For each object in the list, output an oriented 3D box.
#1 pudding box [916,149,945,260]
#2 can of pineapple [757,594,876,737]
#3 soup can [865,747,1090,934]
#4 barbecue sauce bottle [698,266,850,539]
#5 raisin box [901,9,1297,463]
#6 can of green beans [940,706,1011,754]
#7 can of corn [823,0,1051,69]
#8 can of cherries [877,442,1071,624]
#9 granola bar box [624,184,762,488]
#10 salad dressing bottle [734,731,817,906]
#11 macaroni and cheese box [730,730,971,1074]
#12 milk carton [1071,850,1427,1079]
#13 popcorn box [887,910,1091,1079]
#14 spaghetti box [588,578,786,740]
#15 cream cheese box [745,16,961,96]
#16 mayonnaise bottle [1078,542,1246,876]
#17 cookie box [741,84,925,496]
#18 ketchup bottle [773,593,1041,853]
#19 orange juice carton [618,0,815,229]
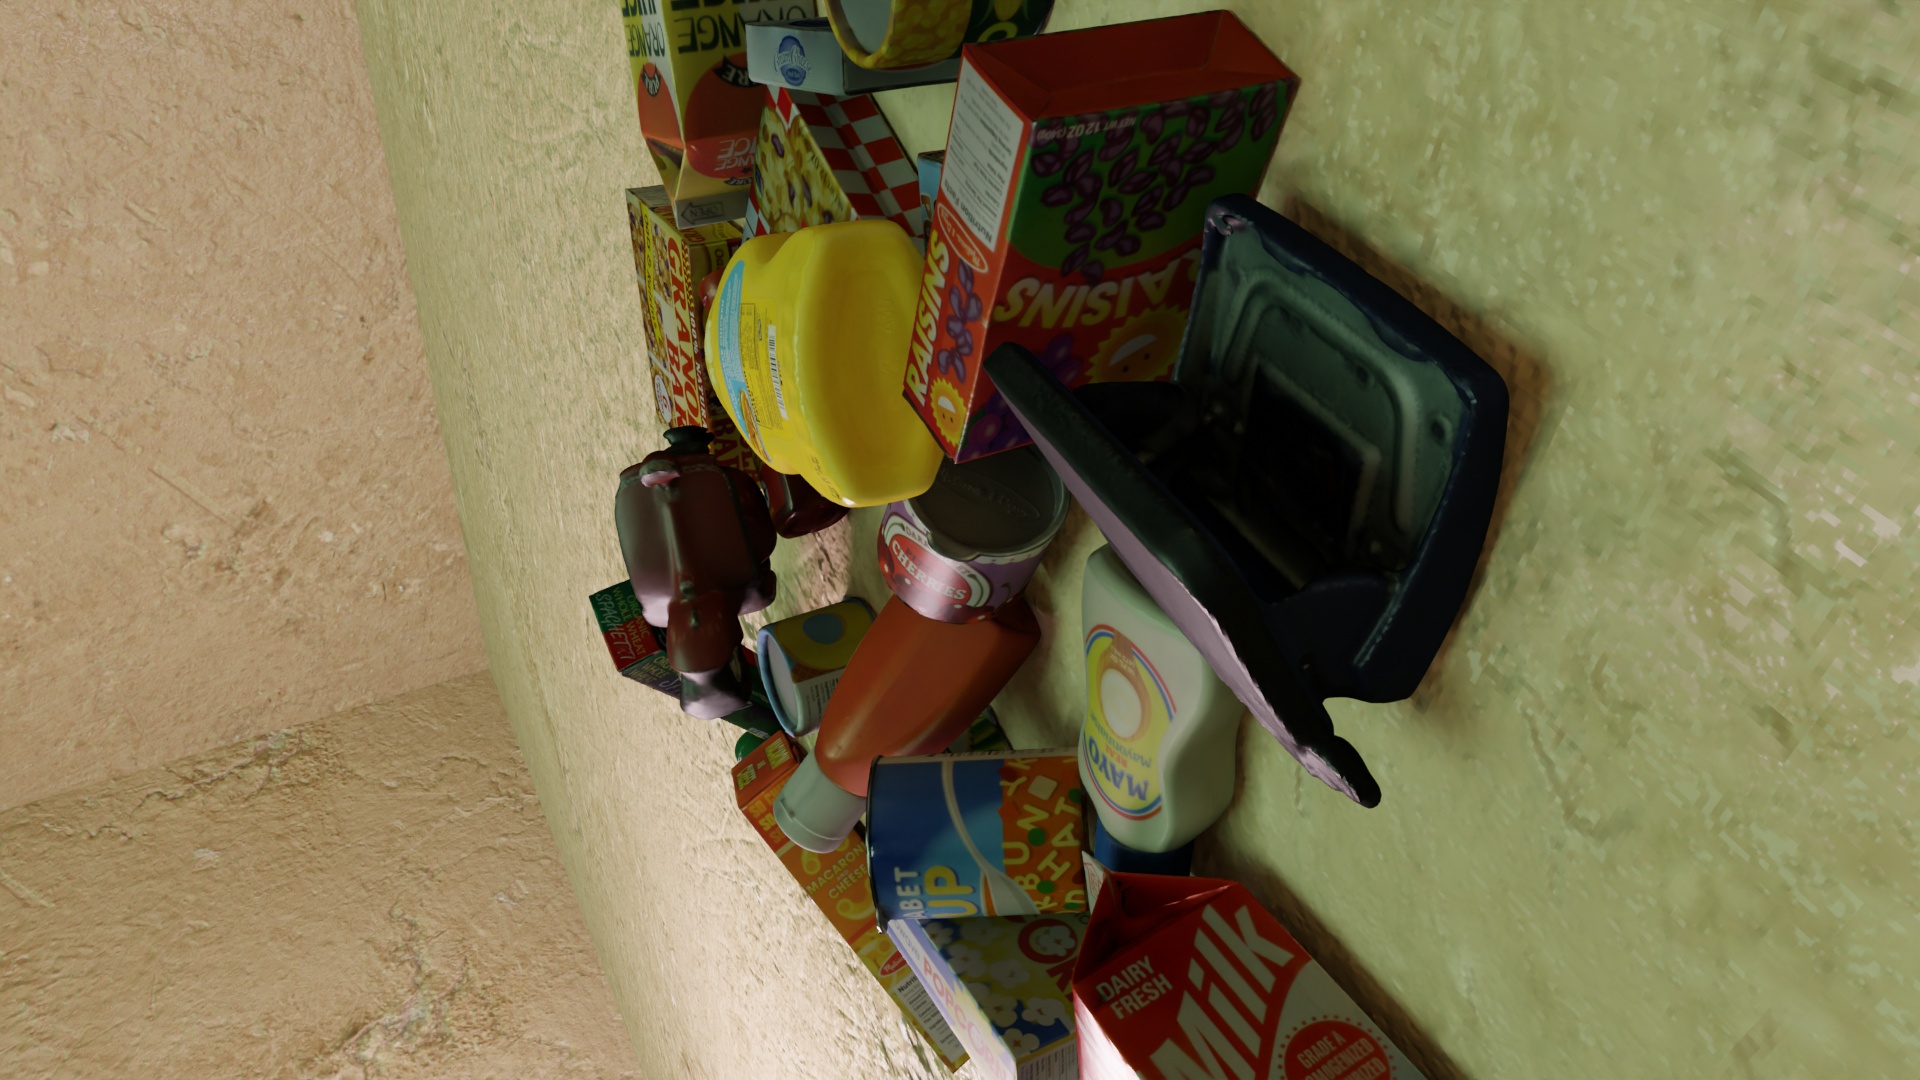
[{"bbox_3d":[0.015,-0.095,0.486,0.030,0.050,0.083,36,137,56],"label":"pudding box"},{"bbox_3d":[-0.077,0.070,0.781,0.071,0.058,0.070,45,144,48],"label":"can of pineapple"},{"bbox_3d":[0.009,0.120,0.558,0.071,0.084,0.071,-7,-87,-83],"label":"soup can"},{"bbox_3d":[-0.103,-0.078,0.762,0.064,0.044,0.148,127,124,-71],"label":"barbecue sauce bottle"},{"bbox_3d":[0.035,-0.085,0.404,0.040,0.086,0.122,56,151,31],"label":"raisin box"},{"bbox_3d":[-0.010,0.120,0.666,0.071,0.058,0.071,44,143,48],"label":"can of green beans"},{"bbox_3d":[-0.010,-0.192,0.466,0.071,0.058,0.070,45,143,48],"label":"can of corn"},{"bbox_3d":[0.002,-0.007,0.544,0.071,0.072,0.058,63,154,23],"label":"can of cherries"},{"bbox_3d":[-0.163,-0.126,0.868,0.124,0.039,0.164,44,142,50],"label":"granola bar box"},{"bbox_3d":[-0.111,0.183,0.945,0.148,0.044,0.064,46,146,47],"label":"salad dressing bottle"},{"bbox_3d":[-0.050,0.178,0.716,0.166,0.040,0.123,53,171,-6],"label":"macaroni and cheese box"},{"bbox_3d":[0.095,0.183,0.443,0.191,0.074,0.072,45,152,45],"label":"milk carton"},{"bbox_3d":[0.028,0.169,0.582,0.127,0.085,0.038,43,141,50],"label":"popcorn box"},{"bbox_3d":[-0.157,0.079,0.860,0.050,0.029,0.249,64,-177,20],"label":"spaghetti box"},{"bbox_3d":[-0.042,-0.191,0.544,0.104,0.053,0.024,35,133,55],"label":"cream cheese box"},{"bbox_3d":[0.068,0.071,0.484,0.065,0.041,0.147,38,139,41],"label":"mayonnaise bottle"},{"bbox_3d":[-0.059,-0.118,0.646,0.123,0.040,0.166,62,153,24],"label":"cookie box"},{"bbox_3d":[-0.029,0.074,0.608,0.148,0.043,0.065,-53,51,19],"label":"ketchup bottle"},{"bbox_3d":[-0.114,-0.246,0.643,0.073,0.072,0.191,32,132,57],"label":"orange juice carton"}]
